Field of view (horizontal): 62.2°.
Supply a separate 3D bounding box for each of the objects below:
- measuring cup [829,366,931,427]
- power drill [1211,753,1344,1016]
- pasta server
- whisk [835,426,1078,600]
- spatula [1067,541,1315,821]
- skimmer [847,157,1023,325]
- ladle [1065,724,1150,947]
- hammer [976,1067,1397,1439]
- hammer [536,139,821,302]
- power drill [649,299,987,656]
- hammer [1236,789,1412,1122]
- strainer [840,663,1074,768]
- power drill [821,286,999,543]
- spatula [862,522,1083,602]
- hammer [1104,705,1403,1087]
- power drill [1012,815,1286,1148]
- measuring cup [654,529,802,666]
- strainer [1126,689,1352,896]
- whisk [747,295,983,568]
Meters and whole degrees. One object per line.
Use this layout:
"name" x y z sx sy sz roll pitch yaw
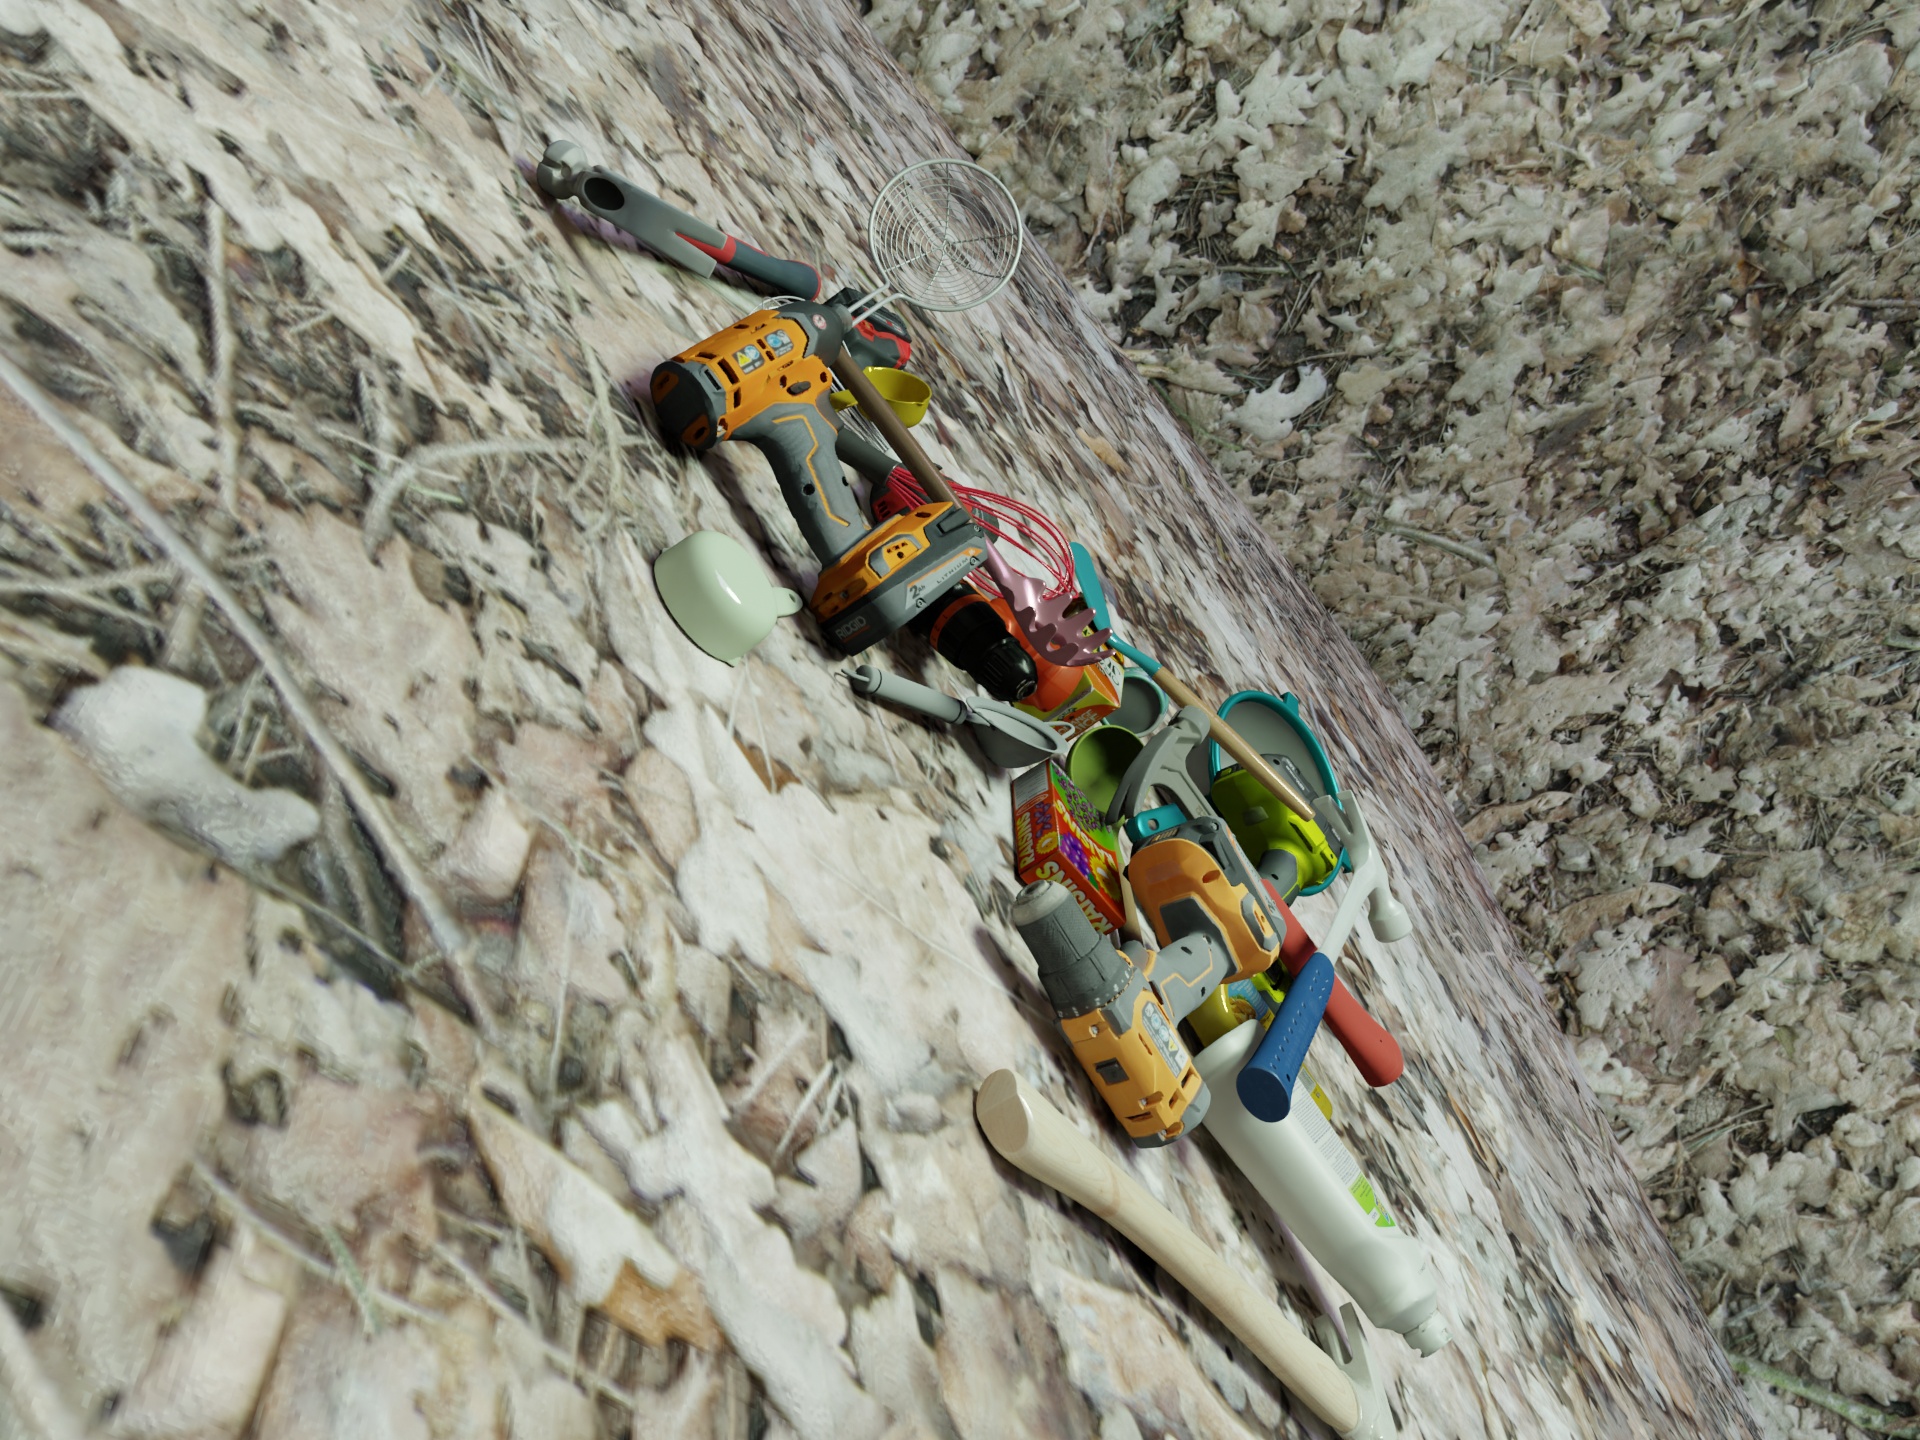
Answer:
"measuring cup" -0.085 -0.227 1.179 0.062 0.029 0.156 37 42 26
"power drill" 0.242 0.132 1.381 0.190 0.080 0.229 52 42 -14
"pasta server" -0.003 -0.158 1.130 0.316 0.040 0.060 53 34 9
"whisk" -0.035 -0.173 1.190 0.296 0.073 0.073 34 17 8
"spatula" 0.198 -0.032 1.393 0.317 0.044 0.082 45 14 7
"skimmer" -0.072 -0.329 1.221 0.127 0.090 0.363 44 45 -4
"ladle" 0.131 0.127 1.236 0.078 0.062 0.320 17 38 -20
"hammer" 0.147 0.331 0.971 0.410 0.038 0.146 46 20 -26
"hammer" -0.176 -0.364 1.247 0.143 0.038 0.386 31 13 10
"power drill" -0.083 -0.176 1.077 0.164 0.084 0.226 -41 99 -36
"hammer" 0.278 0.180 1.223 0.144 0.035 0.405 66 29 -7
"strainer" -0.002 -0.004 1.147 0.087 0.050 0.258 37 10 38
"power drill" -0.048 -0.243 1.371 0.227 0.080 0.187 64 20 13
"spatula" -0.014 -0.125 1.304 0.322 0.081 0.041 22 69 -52
"hammer" 0.251 0.165 1.294 0.359 0.037 0.149 54 44 -14
"power drill" 0.126 0.149 1.076 0.185 0.084 0.226 58 37 -10
"measuring cup" -0.124 -0.080 0.972 0.083 0.038 0.167 58 20 6
"strainer" 0.242 0.090 1.539 0.340 0.095 0.211 -9 78 -47
"whisk" -0.073 -0.226 1.252 0.285 0.070 0.070 51 18 11
